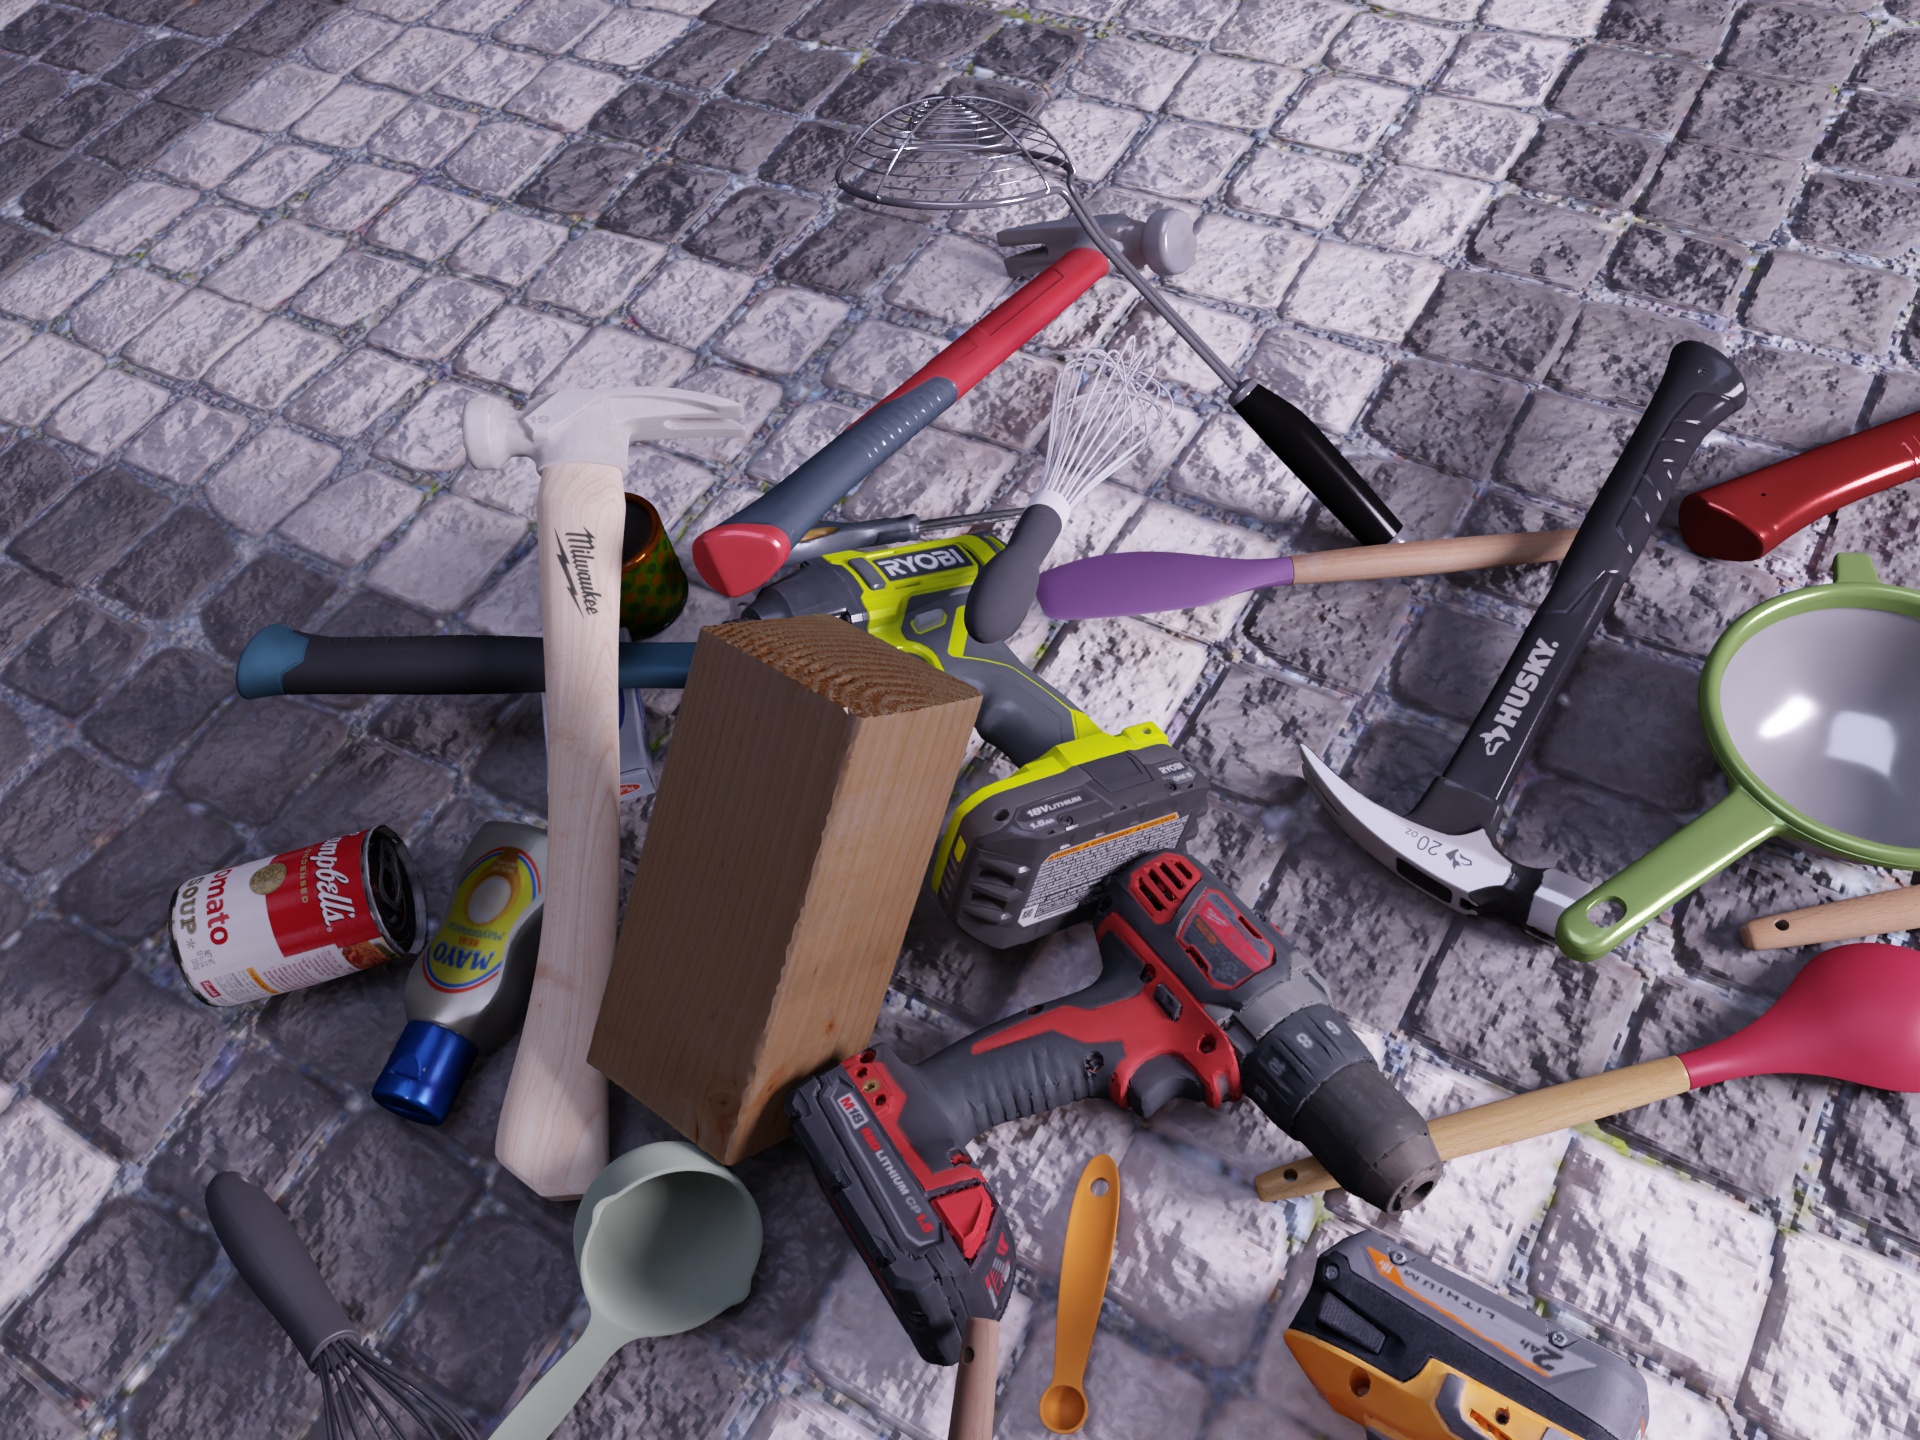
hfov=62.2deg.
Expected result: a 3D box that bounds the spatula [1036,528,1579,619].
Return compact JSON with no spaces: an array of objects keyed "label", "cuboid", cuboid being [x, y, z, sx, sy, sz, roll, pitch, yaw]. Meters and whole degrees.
[{"label":"spatula","cuboid":[0.194,-0.081,0.823,0.316,0.018,0.060,-6,37,-6]}]

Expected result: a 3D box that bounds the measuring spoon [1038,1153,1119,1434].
[{"label":"measuring spoon","cuboid":[0.051,0.236,0.659,0.021,0.011,0.117,2,51,17]}]

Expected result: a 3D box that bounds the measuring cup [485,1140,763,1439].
[{"label":"measuring cup","cuboid":[-0.153,0.248,0.664,0.167,0.083,0.038,-50,26,-3]}]

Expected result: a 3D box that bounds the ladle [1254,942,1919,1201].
[{"label":"ladle","cuboid":[0.276,0.154,0.666,0.315,0.031,0.069,-16,53,1]}]

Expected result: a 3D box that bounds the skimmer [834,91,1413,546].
[{"label":"skimmer","cuboid":[0.090,-0.203,0.860,0.363,0.090,0.127,45,40,-5]}]

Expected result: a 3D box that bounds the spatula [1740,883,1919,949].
[{"label":"spatula","cuboid":[0.498,0.058,0.682,0.317,0.044,0.082,-12,53,3]}]

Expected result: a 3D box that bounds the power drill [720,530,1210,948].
[{"label":"power drill","cuboid":[-0.001,-0.002,0.773,0.171,0.080,0.223,-15,48,-33]}]

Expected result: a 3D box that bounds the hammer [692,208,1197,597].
[{"label":"hammer","cuboid":[-0.022,-0.191,0.896,0.143,0.038,0.386,9,43,40]}]

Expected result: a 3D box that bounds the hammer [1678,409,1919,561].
[{"label":"hammer","cuboid":[0.545,-0.169,0.842,0.359,0.036,0.149,-20,53,-4]}]

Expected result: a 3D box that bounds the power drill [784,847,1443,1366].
[{"label":"power drill","cuboid":[0.063,0.168,0.658,0.226,0.080,0.188,-29,49,-15]}]

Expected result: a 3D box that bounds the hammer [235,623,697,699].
[{"label":"hammer","cuboid":[-0.208,-0.030,0.844,0.331,0.033,0.128,0,52,-4]}]

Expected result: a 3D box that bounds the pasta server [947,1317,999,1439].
[{"label":"pasta server","cuboid":[-0.015,0.364,0.526,0.060,0.040,0.316,-10,61,35]}]

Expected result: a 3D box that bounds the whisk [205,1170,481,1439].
[{"label":"whisk","cuboid":[-0.265,0.264,0.666,0.055,0.055,0.239,-42,50,-19]}]

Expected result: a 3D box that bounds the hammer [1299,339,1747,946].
[{"label":"hammer","cuboid":[0.297,-0.059,0.784,0.146,0.035,0.335,25,71,26]}]

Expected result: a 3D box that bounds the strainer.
[{"label":"strainer","cuboid":[0.362,0.042,0.703,0.256,0.069,0.152,-31,56,-11]}]

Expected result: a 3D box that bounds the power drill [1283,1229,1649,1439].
[{"label":"power drill","cuboid":[0.118,0.299,0.557,0.185,0.084,0.226,20,65,33]}]

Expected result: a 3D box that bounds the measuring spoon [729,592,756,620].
[{"label":"measuring spoon","cuboid":[-0.100,-0.024,0.820,0.034,0.018,0.124,-2,43,-24]}]

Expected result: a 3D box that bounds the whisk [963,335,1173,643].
[{"label":"whisk","cuboid":[0.054,-0.126,0.847,0.070,0.070,0.285,10,40,17]}]

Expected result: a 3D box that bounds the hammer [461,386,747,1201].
[{"label":"hammer","cuboid":[-0.175,0.019,0.777,0.146,0.038,0.411,-3,69,-3]}]
